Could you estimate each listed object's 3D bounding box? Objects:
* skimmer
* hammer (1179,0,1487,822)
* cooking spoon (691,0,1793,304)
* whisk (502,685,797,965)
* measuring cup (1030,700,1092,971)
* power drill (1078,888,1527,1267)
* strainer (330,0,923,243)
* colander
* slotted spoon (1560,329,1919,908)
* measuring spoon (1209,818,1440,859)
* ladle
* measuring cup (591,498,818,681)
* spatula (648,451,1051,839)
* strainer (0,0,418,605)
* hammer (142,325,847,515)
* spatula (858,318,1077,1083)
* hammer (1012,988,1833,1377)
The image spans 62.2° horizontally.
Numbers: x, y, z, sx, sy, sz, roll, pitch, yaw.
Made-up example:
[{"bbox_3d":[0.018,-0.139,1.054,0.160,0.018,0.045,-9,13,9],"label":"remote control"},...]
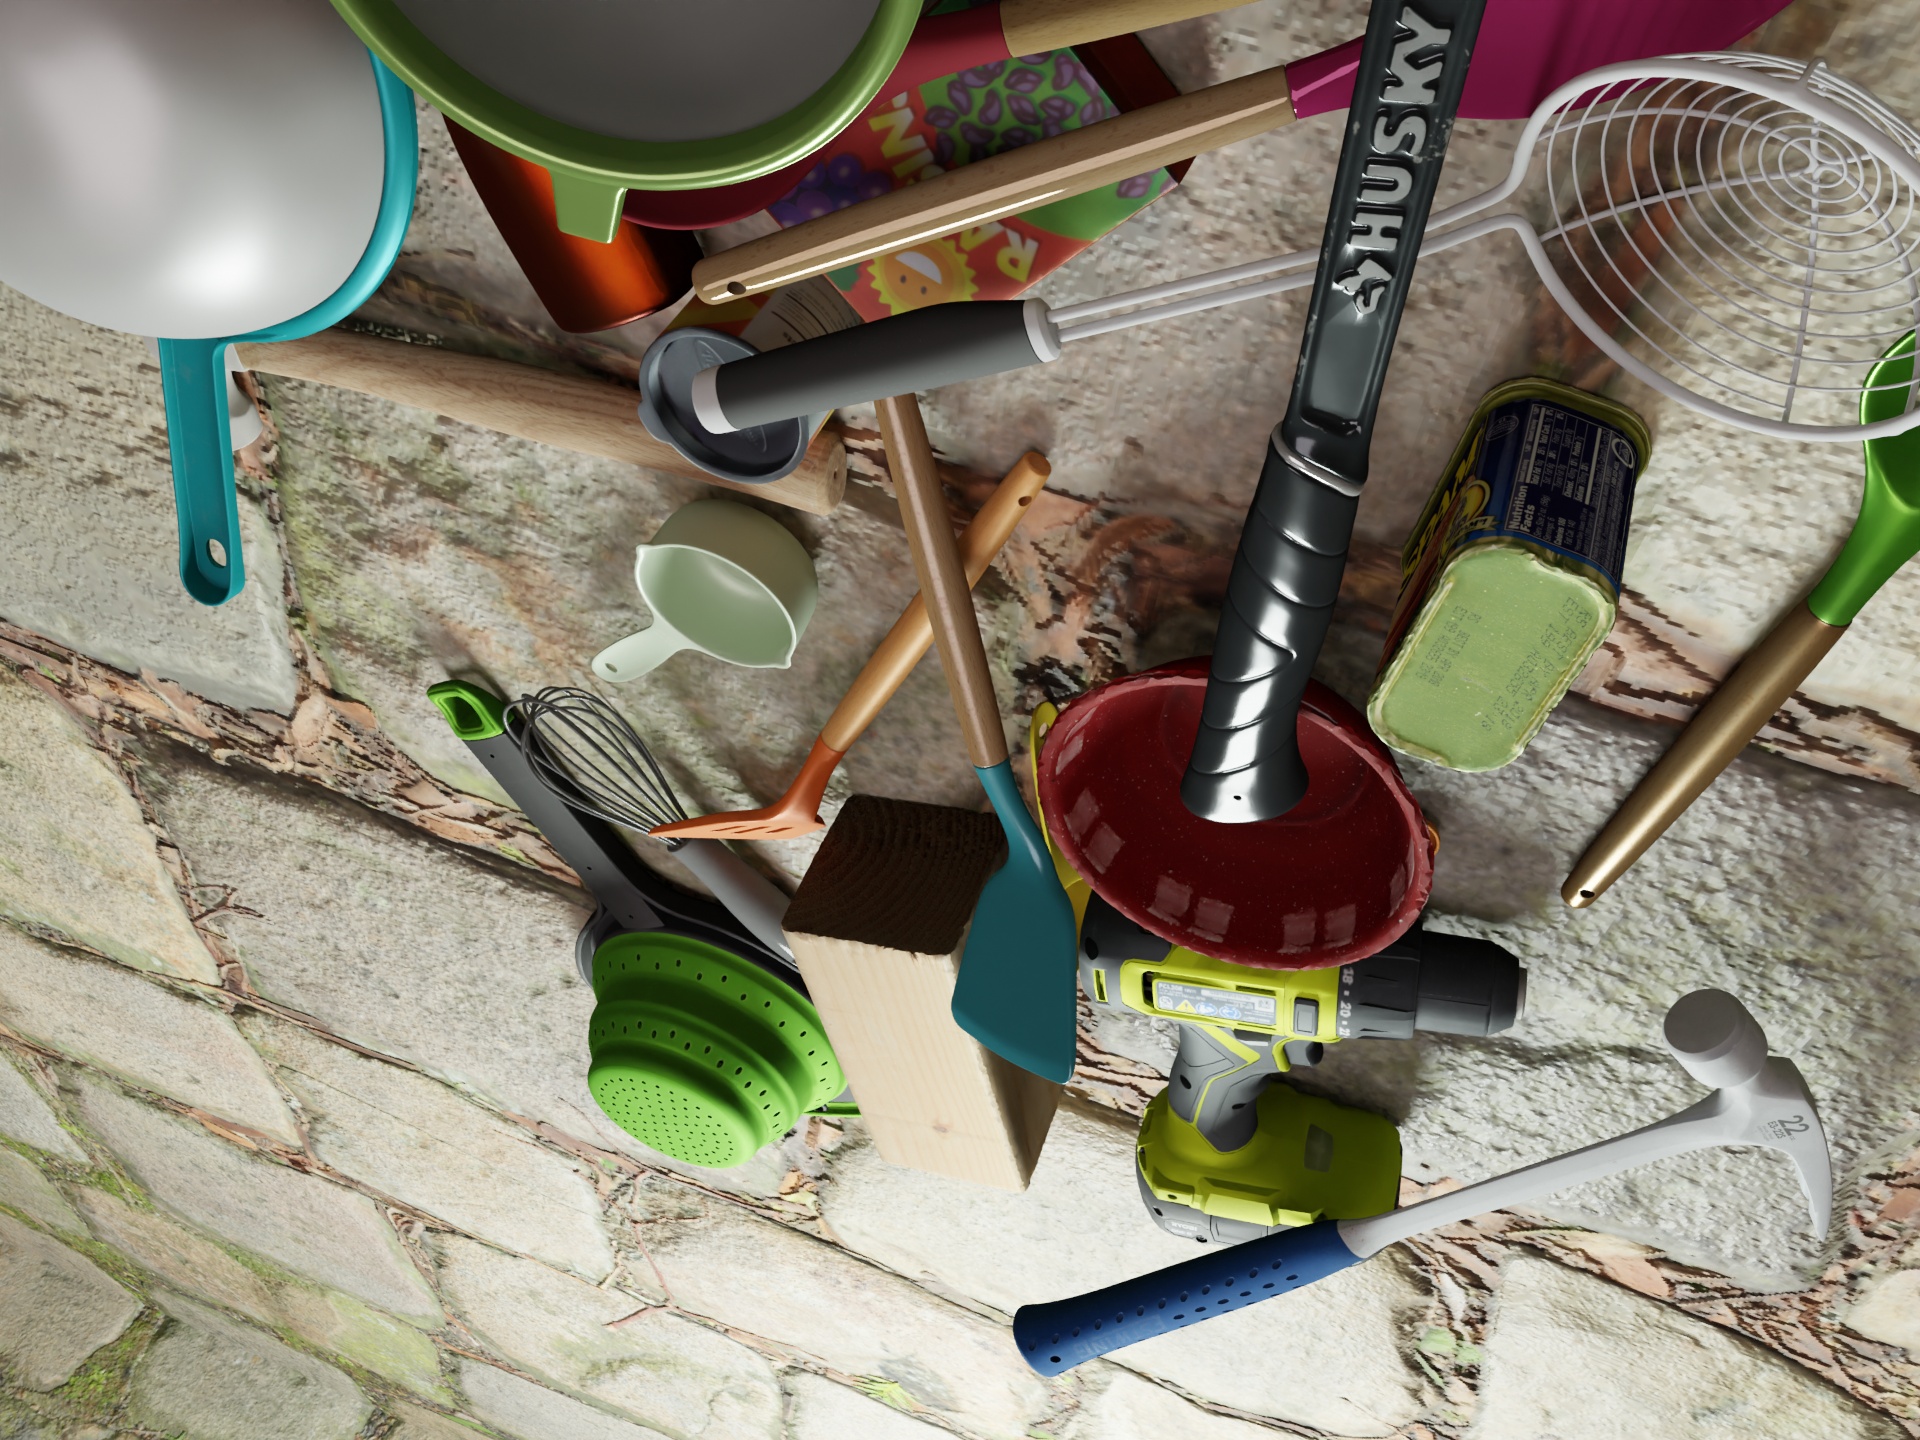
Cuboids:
[{"bbox_3d":[0.080,-0.105,0.460,0.363,0.090,0.127,-8,149,21],"label":"skimmer"},{"bbox_3d":[0.092,-0.082,0.418,0.149,0.036,0.408,7,148,6],"label":"hammer"},{"bbox_3d":[0.066,-0.166,0.440,0.319,0.017,0.068,-12,152,19],"label":"cooking spoon"},{"bbox_3d":[-0.149,0.064,0.846,0.055,0.055,0.238,-15,129,39],"label":"whisk"},{"bbox_3d":[0.037,0.055,0.738,0.029,0.062,0.156,21,133,39],"label":"measuring cup"},{"bbox_3d":[0.161,0.167,0.762,0.190,0.080,0.228,6,134,17],"label":"power drill"},{"bbox_3d":[-0.030,-0.215,0.337,0.256,0.069,0.151,-15,136,26],"label":"strainer"},{"bbox_3d":[-0.194,0.146,0.919,0.204,0.095,0.396,-7,130,34],"label":"colander"},{"bbox_3d":[0.274,-0.022,0.533,0.070,0.031,0.313,22,142,7],"label":"slotted spoon"},{"bbox_3d":[0.152,0.049,0.692,0.117,0.011,0.021,-2,117,35],"label":"measuring spoon"},{"bbox_3d":[0.037,-0.192,0.424,0.315,0.031,0.069,-8,136,15],"label":"ladle"},{"bbox_3d":[-0.123,-0.051,0.717,0.083,0.038,0.167,40,148,-21],"label":"measuring cup"},{"bbox_3d":[-0.048,-0.013,0.710,0.081,0.041,0.322,4,143,-32],"label":"spatula"},{"bbox_3d":[-0.319,-0.169,0.594,0.211,0.095,0.340,19,127,7],"label":"strainer"},{"bbox_3d":[-0.204,-0.141,0.664,0.331,0.031,0.130,15,140,14],"label":"hammer"},{"bbox_3d":[-0.001,-0.002,0.634,0.082,0.044,0.317,18,130,51],"label":"spatula"},{"bbox_3d":[0.197,0.244,0.748,0.405,0.035,0.144,-30,120,29],"label":"hammer"}]
